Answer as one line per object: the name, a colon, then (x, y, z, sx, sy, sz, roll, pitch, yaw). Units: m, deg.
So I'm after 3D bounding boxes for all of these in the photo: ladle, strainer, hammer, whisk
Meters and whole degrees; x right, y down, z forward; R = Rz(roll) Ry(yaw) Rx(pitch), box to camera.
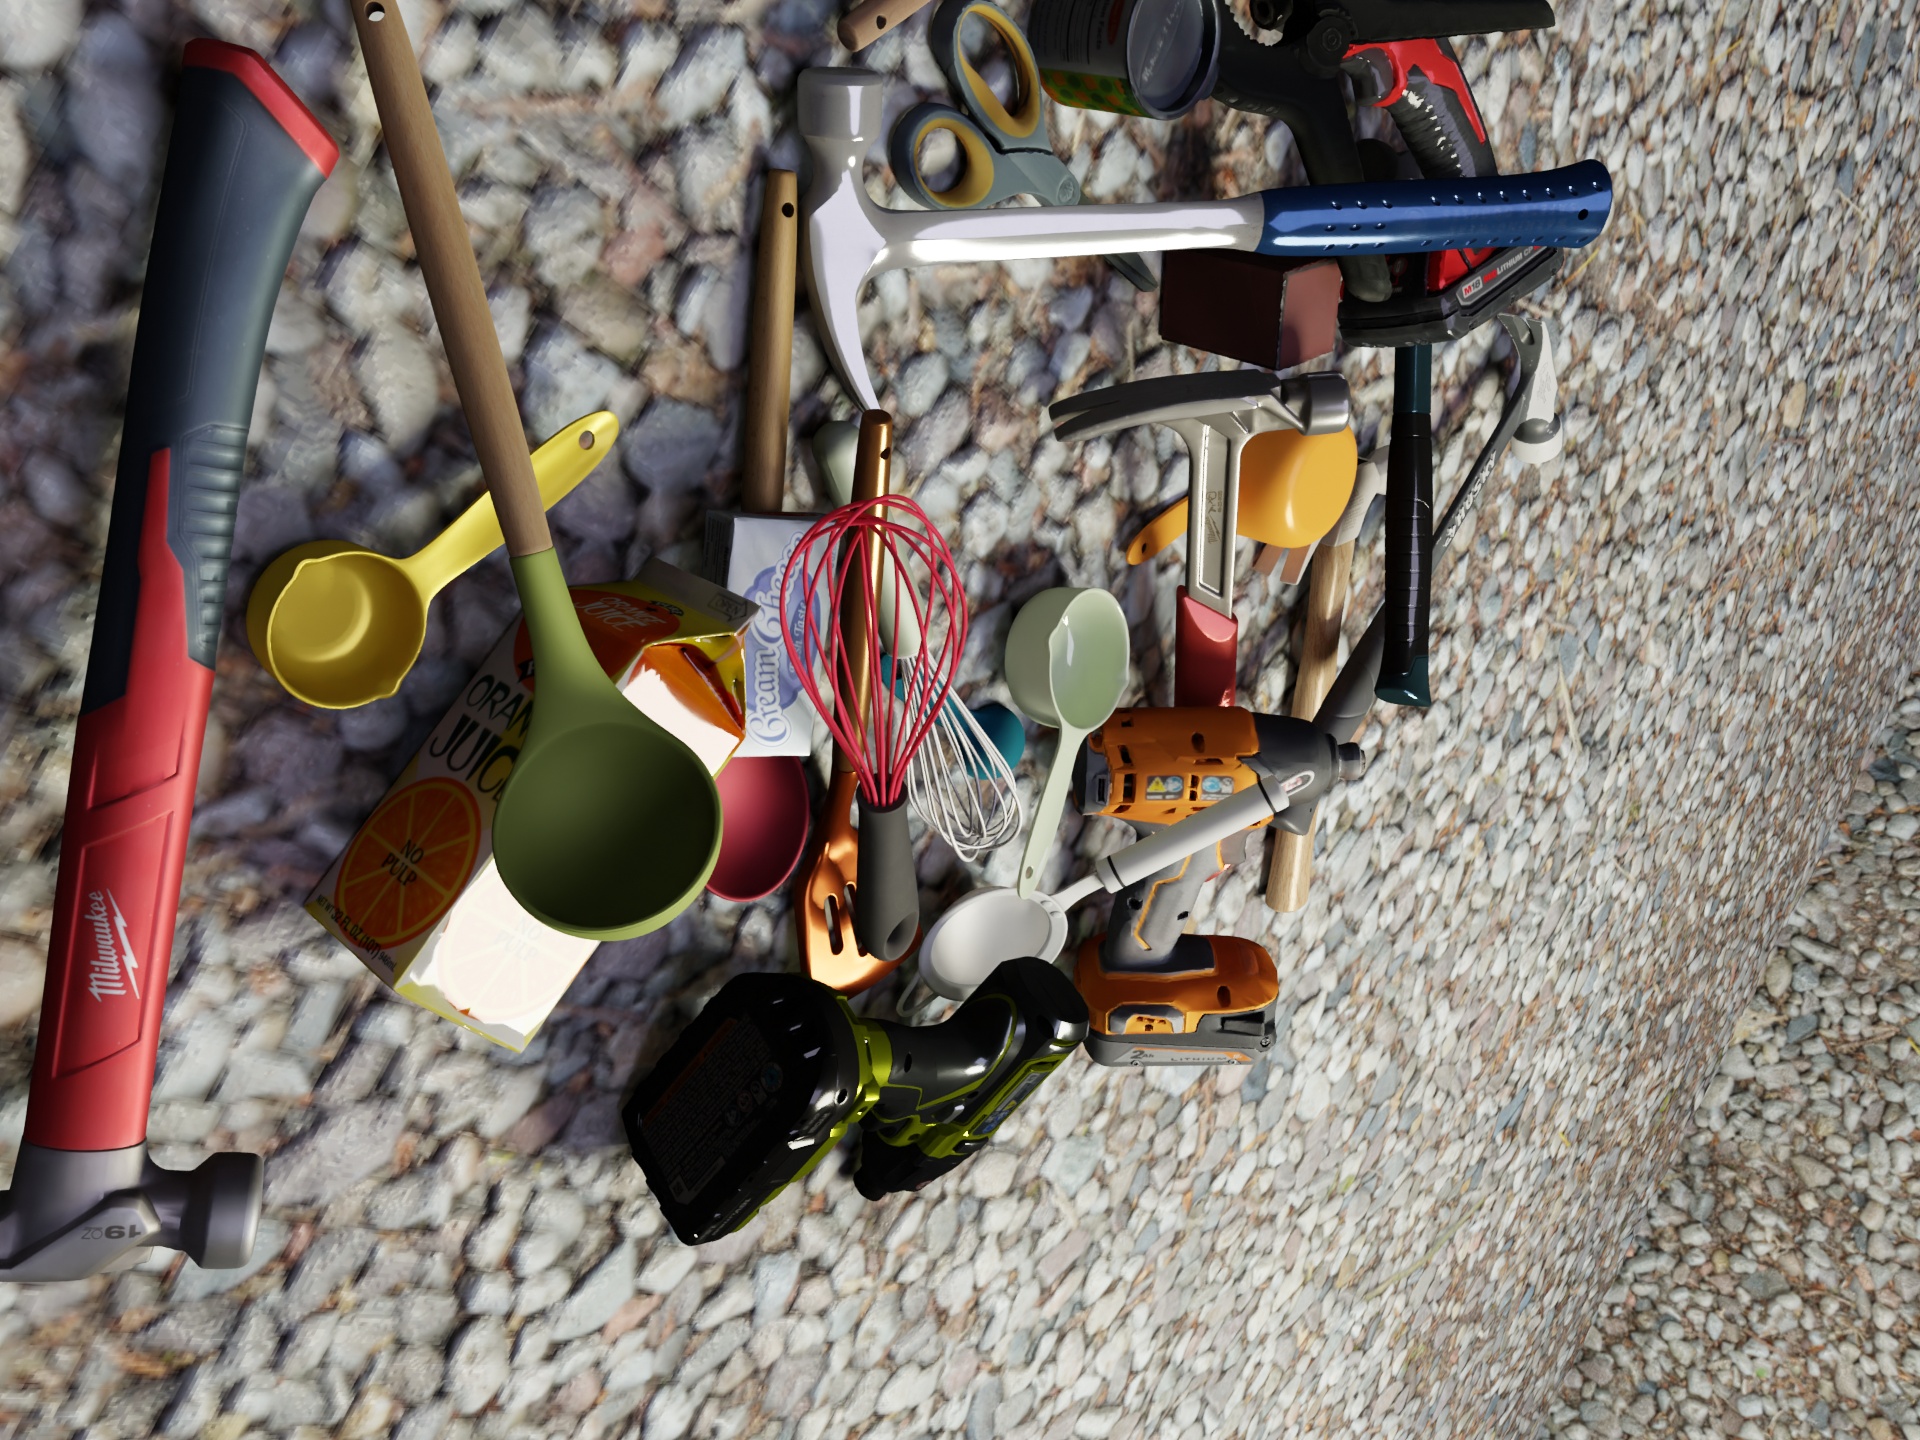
ladle: (-0.148, -0.080, 0.520, 0.078, 0.062, 0.320, -16, 103, -11)
strainer: (0.074, 0.086, 0.865, 0.258, 0.050, 0.086, -27, 133, 10)
hammer: (0.272, -0.172, 0.964, 0.128, 0.033, 0.331, -7, 100, -46)
hammer: (0.131, -0.036, 0.908, 0.149, 0.037, 0.358, -7, 133, -1)
whisk: (-0.022, -0.030, 0.754, 0.058, 0.059, 0.246, -59, 140, -46)
hammer: (0.122, -0.219, 0.720, 0.405, 0.035, 0.144, -9, 121, -20)
hammer: (0.237, -0.014, 1.070, 0.130, 0.031, 0.331, -23, 126, -40)
ladle: (-0.087, -0.071, 0.682, 0.069, 0.031, 0.315, -9, 115, -38)
whisk: (-0.034, 0.019, 0.689, 0.073, 0.073, 0.295, -38, 149, -29)
hammer: (-0.266, -0.012, 0.488, 0.143, 0.038, 0.386, 8, 99, -25)
hammer: (0.303, -0.094, 1.052, 0.409, 0.036, 0.149, -56, 146, -19)

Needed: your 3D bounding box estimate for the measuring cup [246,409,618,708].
measuring cup: (-0.187, -0.067, 0.573, 0.156, 0.029, 0.062, -46, 137, -26)

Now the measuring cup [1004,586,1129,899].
measuring cup: (0.043, 0.010, 0.838, 0.083, 0.038, 0.167, 23, 81, -52)

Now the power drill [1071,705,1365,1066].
power drill: (0.145, 0.094, 0.931, 0.164, 0.084, 0.226, -1, 120, 0)

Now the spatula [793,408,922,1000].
spatula: (-0.044, 0.005, 0.731, 0.081, 0.041, 0.322, -29, 142, -36)

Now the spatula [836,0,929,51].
spatula: (0.054, -0.376, 0.685, 0.316, 0.018, 0.059, -47, 137, -22)

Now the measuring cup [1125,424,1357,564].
measuring cup: (0.166, -0.125, 0.915, 0.173, 0.052, 0.095, -36, 133, -34)

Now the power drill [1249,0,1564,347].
power drill: (0.231, -0.316, 0.837, 0.143, 0.079, 0.219, -34, 115, -24)

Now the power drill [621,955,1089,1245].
power drill: (-0.051, 0.194, 0.805, 0.171, 0.080, 0.223, -50, 147, 20)

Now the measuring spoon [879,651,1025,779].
measuring spoon: (-0.001, -0.003, 0.816, 0.128, 0.021, 0.042, 37, 81, -50)
